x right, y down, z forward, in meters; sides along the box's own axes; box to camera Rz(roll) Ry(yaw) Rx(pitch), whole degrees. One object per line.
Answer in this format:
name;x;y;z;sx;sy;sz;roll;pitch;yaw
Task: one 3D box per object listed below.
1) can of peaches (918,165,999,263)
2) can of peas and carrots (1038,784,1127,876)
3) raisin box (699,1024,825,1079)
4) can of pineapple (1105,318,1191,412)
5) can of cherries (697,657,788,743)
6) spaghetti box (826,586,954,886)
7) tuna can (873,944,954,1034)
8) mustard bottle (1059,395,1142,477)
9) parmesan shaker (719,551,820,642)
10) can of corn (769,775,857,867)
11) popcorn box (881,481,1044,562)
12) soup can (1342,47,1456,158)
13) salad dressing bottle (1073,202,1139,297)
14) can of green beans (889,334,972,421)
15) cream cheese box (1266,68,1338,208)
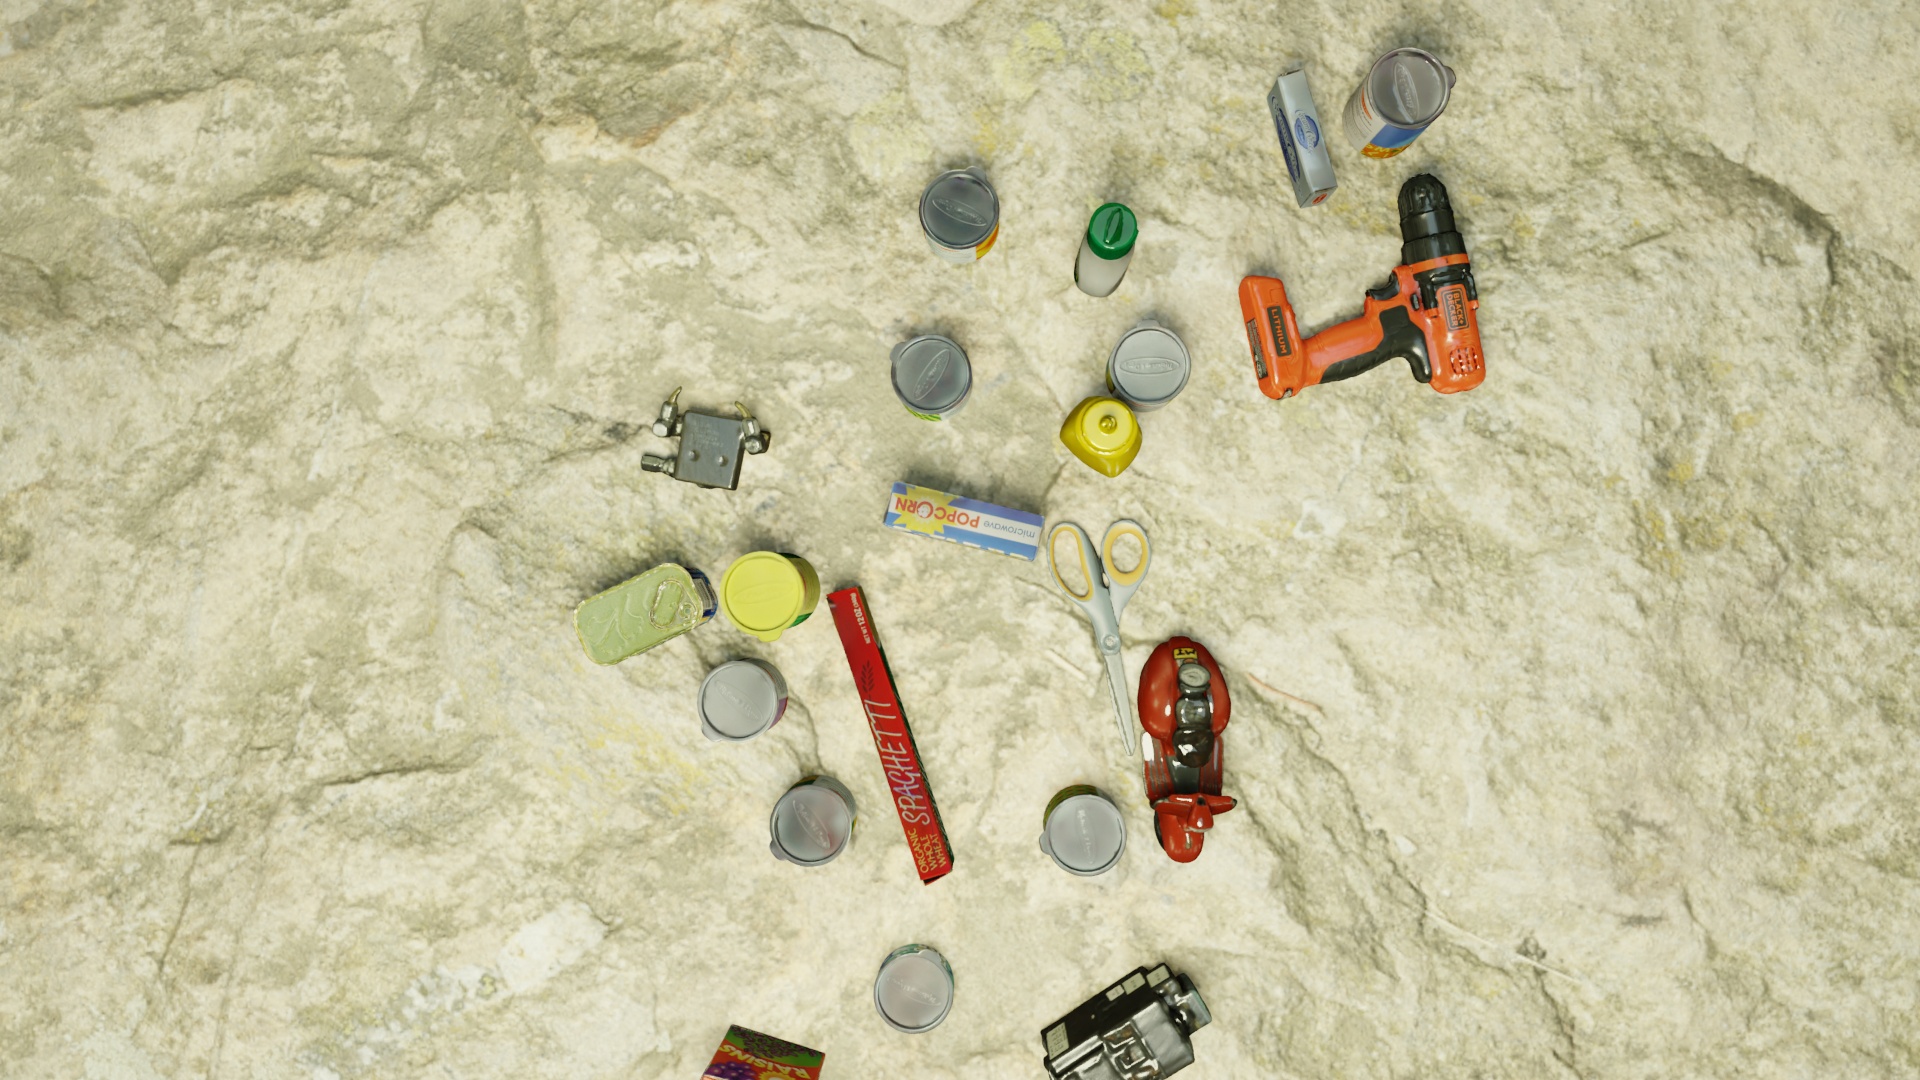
can of peaches;0.001;-0.271;1.159;0.071;0.058;0.071;0;88;1
can of peas and carrots;0.099;0.237;1.139;0.071;0.058;0.071;0;88;1
raisin box;-0.159;0.434;1.107;0.086;0.123;0.040;18;89;2
can of pineapple;0.155;-0.143;1.151;0.071;0.058;0.071;0;88;1
can of cherries;-0.181;0.133;1.150;0.071;0.058;0.071;0;88;1
spaghetti box;-0.057;0.159;1.150;0.029;0.050;0.250;-19;88;1
tuna can;-0.037;0.369;1.151;0.071;0.033;0.071;0;88;1
mustard bottle;0.114;-0.085;1.099;0.065;0.160;0.049;37;90;2
parmesan shaker;-0.153;0.045;1.130;0.071;0.103;0.071;0;89;2
can of corn;-0.122;0.232;1.145;0.071;0.058;0.071;0;88;1
popcorn box;0.004;-0.014;1.137;0.127;0.085;0.038;13;89;2
soup can;0.358;-0.358;1.140;0.071;0.084;0.071;0;89;2
salad dressing bottle;0.117;-0.234;1.110;0.044;0.147;0.064;20;89;2
can of green beans;-0.023;-0.134;1.155;0.071;0.058;0.071;0;88;1
cream cheese box;0.284;-0.333;1.156;0.024;0.053;0.104;-16;88;1
